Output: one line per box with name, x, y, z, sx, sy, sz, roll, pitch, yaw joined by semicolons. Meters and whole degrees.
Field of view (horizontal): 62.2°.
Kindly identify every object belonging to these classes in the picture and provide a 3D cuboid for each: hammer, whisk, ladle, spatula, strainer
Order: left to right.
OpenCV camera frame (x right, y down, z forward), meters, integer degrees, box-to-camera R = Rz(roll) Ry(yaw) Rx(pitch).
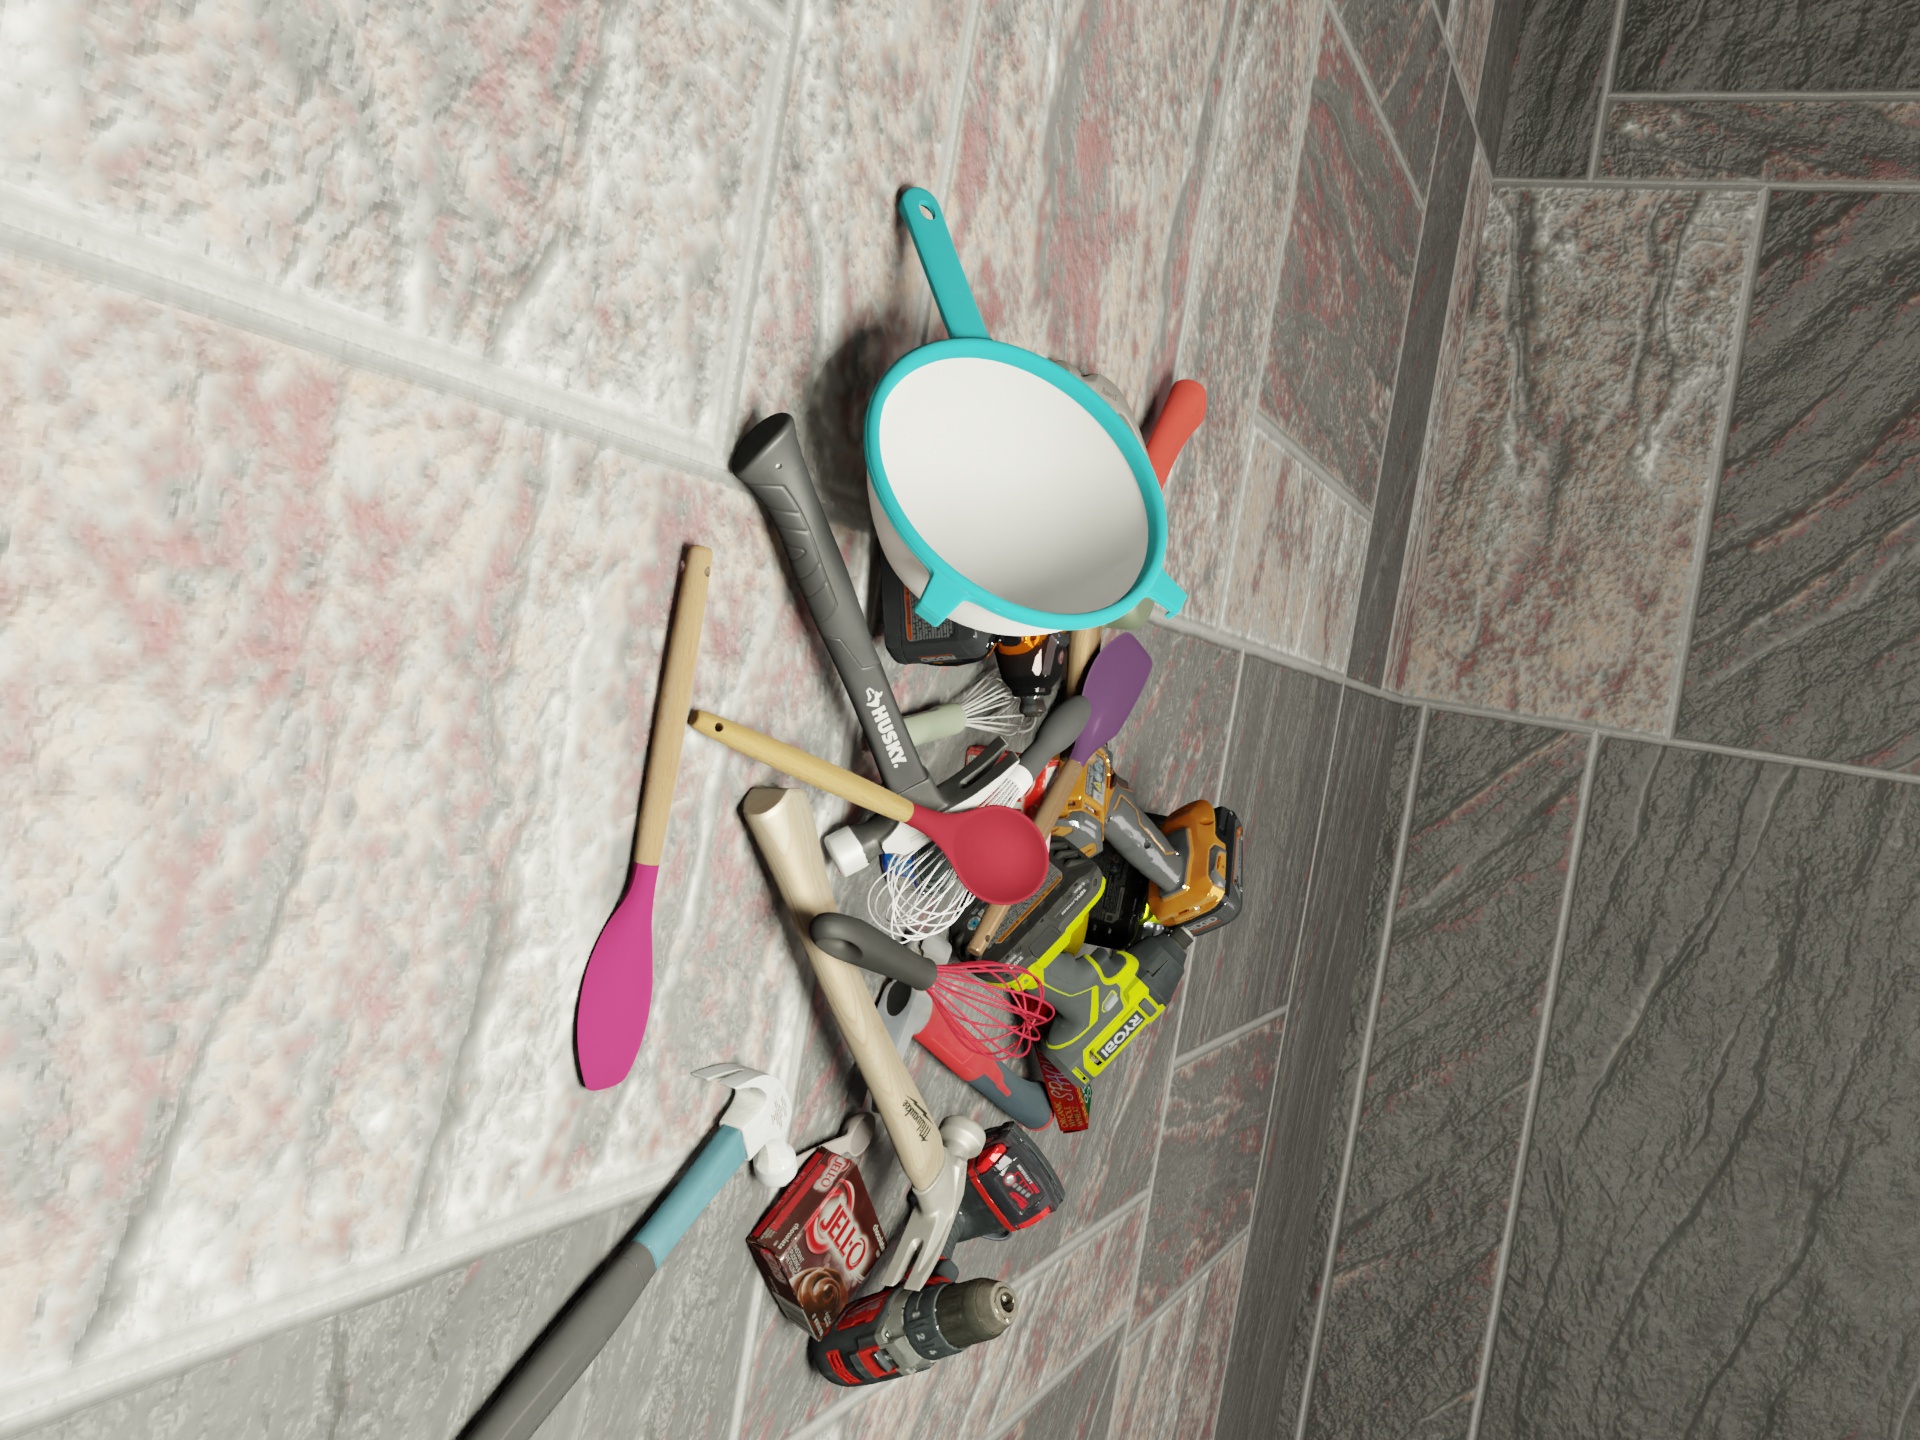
hammer;-0.199;0.334;0.956;0.331;0.033;0.128;-48;141;-48
hammer;-0.072;0.219;1.108;0.146;0.038;0.410;-62;142;-47
hammer;-0.066;-0.049;1.031;0.146;0.035;0.334;-27;127;-9
ladle;-0.053;0.053;1.045;0.315;0.031;0.069;28;74;-41
whisk;-0.017;0.184;1.118;0.295;0.073;0.073;37;66;-52
whisk;-0.002;-0.004;1.239;0.246;0.058;0.059;-16;79;-59
strainer;0.001;-0.188;1.035;0.211;0.095;0.341;-4;65;-31
hammer;0.008;0.312;1.378;0.143;0.038;0.385;-69;153;-20
whisk;0.024;0.065;1.198;0.285;0.070;0.070;-48;141;-39
spatula;0.080;0.054;1.278;0.059;0.018;0.316;47;59;-29
hammer;0.110;-0.128;1.348;0.130;0.031;0.331;10;81;-51
hammer;0.153;-0.191;1.461;0.149;0.037;0.359;53;50;-37

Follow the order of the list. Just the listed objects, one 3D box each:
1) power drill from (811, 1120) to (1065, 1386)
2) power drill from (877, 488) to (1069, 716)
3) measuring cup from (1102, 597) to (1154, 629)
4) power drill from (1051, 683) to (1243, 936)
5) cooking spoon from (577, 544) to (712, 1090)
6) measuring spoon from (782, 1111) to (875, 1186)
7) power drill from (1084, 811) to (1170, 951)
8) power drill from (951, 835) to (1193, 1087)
power drill;0.000;0.417;1.245;0.080;0.188;0.227;55;36;-7
power drill;0.021;-0.085;1.183;0.226;0.084;0.164;0;86;-67
measuring cup;0.149;-0.142;1.504;0.167;0.038;0.083;49;56;-60
power drill;0.160;0.076;1.459;0.226;0.084;0.186;34;44;-28
cooking spoon;-0.176;0.057;0.915;0.068;0.017;0.319;6;94;-66
measuring spoon;-0.105;0.317;1.176;0.124;0.018;0.034;-10;114;-57
power drill;0.174;0.183;1.638;0.228;0.080;0.190;26;75;-67
power drill;0.105;0.204;1.383;0.171;0.080;0.223;-45;131;-5
